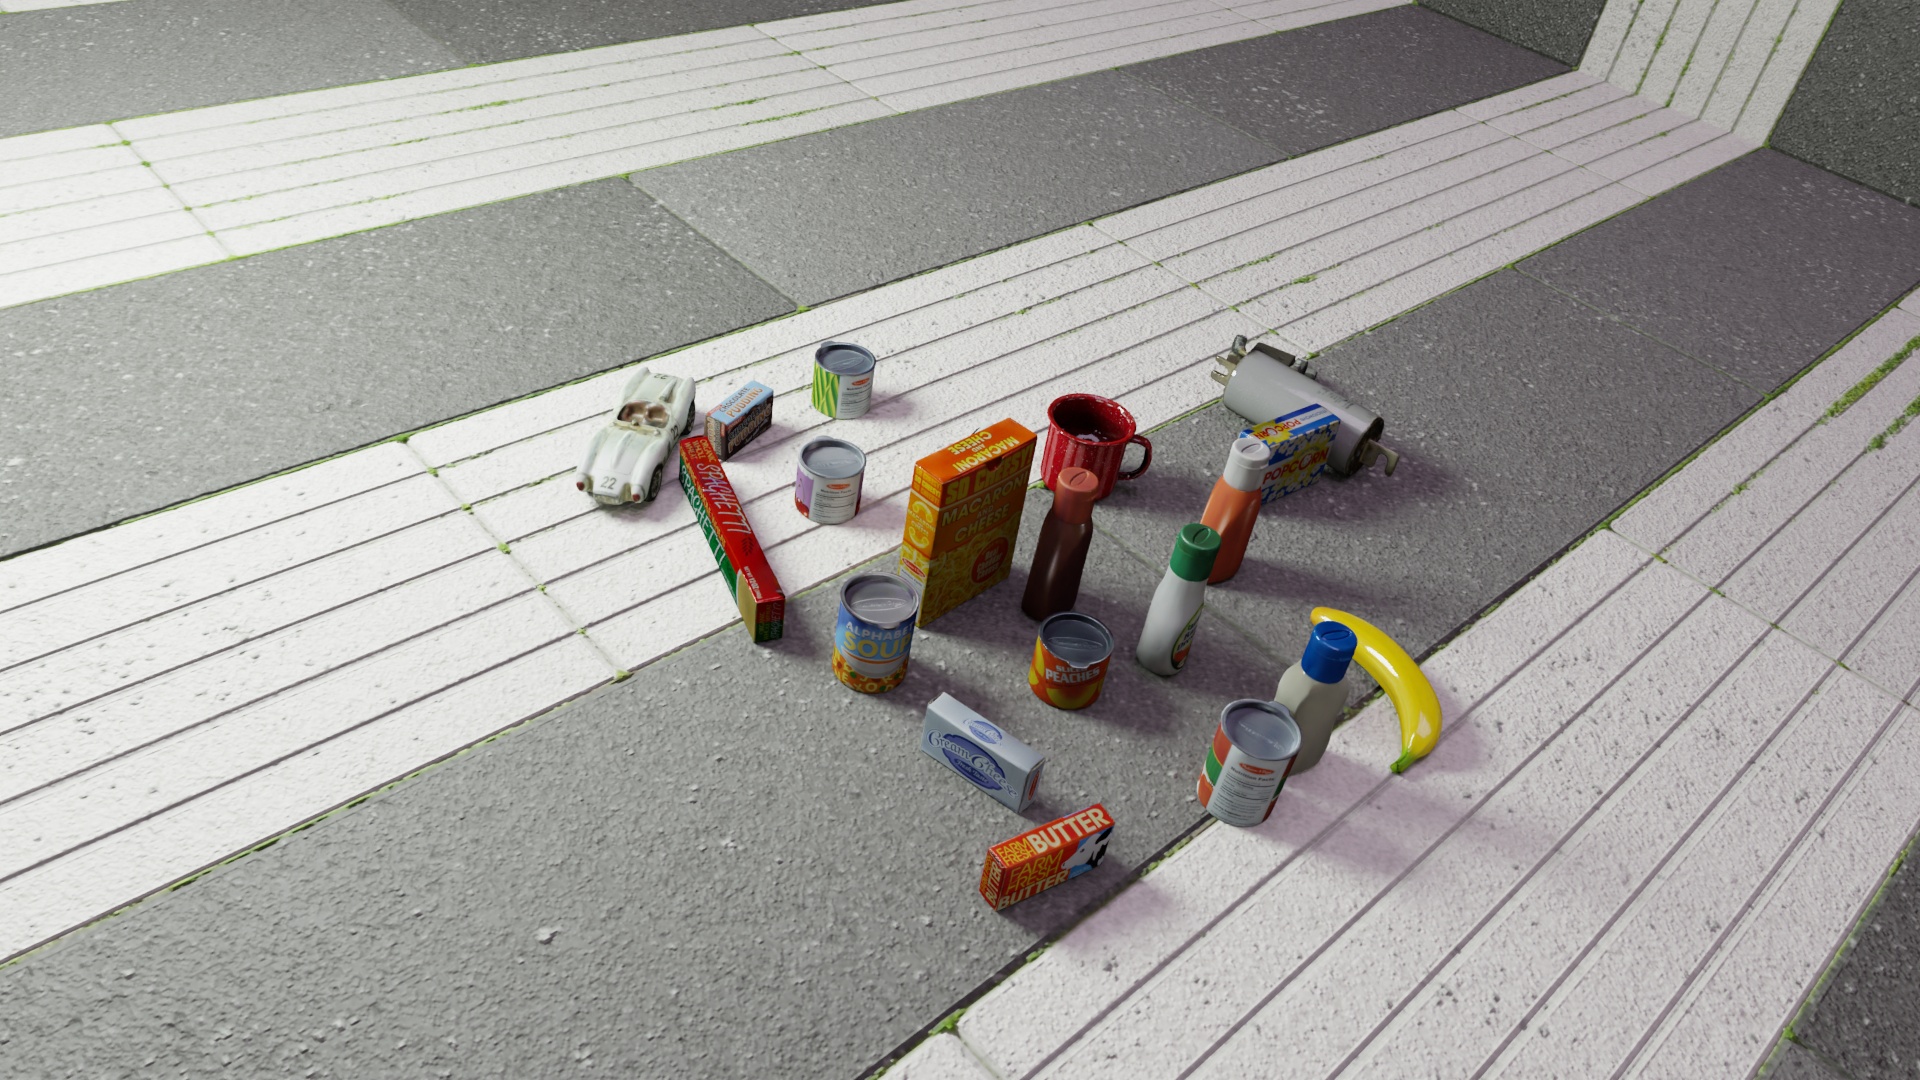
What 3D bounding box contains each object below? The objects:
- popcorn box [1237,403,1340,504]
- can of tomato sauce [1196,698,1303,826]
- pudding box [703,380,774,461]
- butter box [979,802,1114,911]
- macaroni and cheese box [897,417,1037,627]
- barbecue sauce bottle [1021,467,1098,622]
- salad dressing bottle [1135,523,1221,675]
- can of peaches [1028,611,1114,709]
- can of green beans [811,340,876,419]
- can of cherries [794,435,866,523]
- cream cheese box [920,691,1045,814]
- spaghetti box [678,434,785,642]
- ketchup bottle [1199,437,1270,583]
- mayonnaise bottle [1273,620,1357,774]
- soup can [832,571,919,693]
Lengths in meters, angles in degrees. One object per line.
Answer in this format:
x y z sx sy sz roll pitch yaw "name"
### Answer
0.343 -0.089 1.485 0.127 0.084 0.038 -20 48 -33 "popcorn box"
0.234 0.180 1.128 0.071 0.082 0.071 7 39 -5 "can of tomato sauce"
-0.227 -0.124 1.423 0.030 0.049 0.084 25 41 17 "pudding box"
0.065 0.237 1.041 0.104 0.052 0.024 -15 45 -29 "butter box"
0.004 -0.016 1.249 0.040 0.165 0.124 36 45 28 "macaroni and cheese box"
0.094 0.003 1.262 0.044 0.147 0.065 29 42 22 "barbecue sauce bottle"
0.193 0.052 1.224 0.044 0.146 0.064 28 41 21 "salad dressing bottle"
0.095 0.106 1.207 0.071 0.057 0.071 7 39 -5 "can of peaches"
-0.127 -0.173 1.500 0.071 0.057 0.071 7 39 -5 "can of green beans"
-0.128 -0.060 1.359 0.071 0.058 0.072 7 39 -5 "can of cherries"
0.016 0.170 1.112 0.104 0.053 0.024 31 42 23 "cream cheese box"
-0.214 -0.007 1.281 0.029 0.049 0.251 -10 43 -24 "spaghetti box"
0.262 -0.029 1.340 0.065 0.148 0.043 -24 50 -36 "ketchup bottle"
0.288 0.131 1.149 0.065 0.147 0.041 -8 42 -22 "mayonnaise bottle"
-0.073 0.080 1.179 0.071 0.083 0.072 7 39 -5 "soup can"
